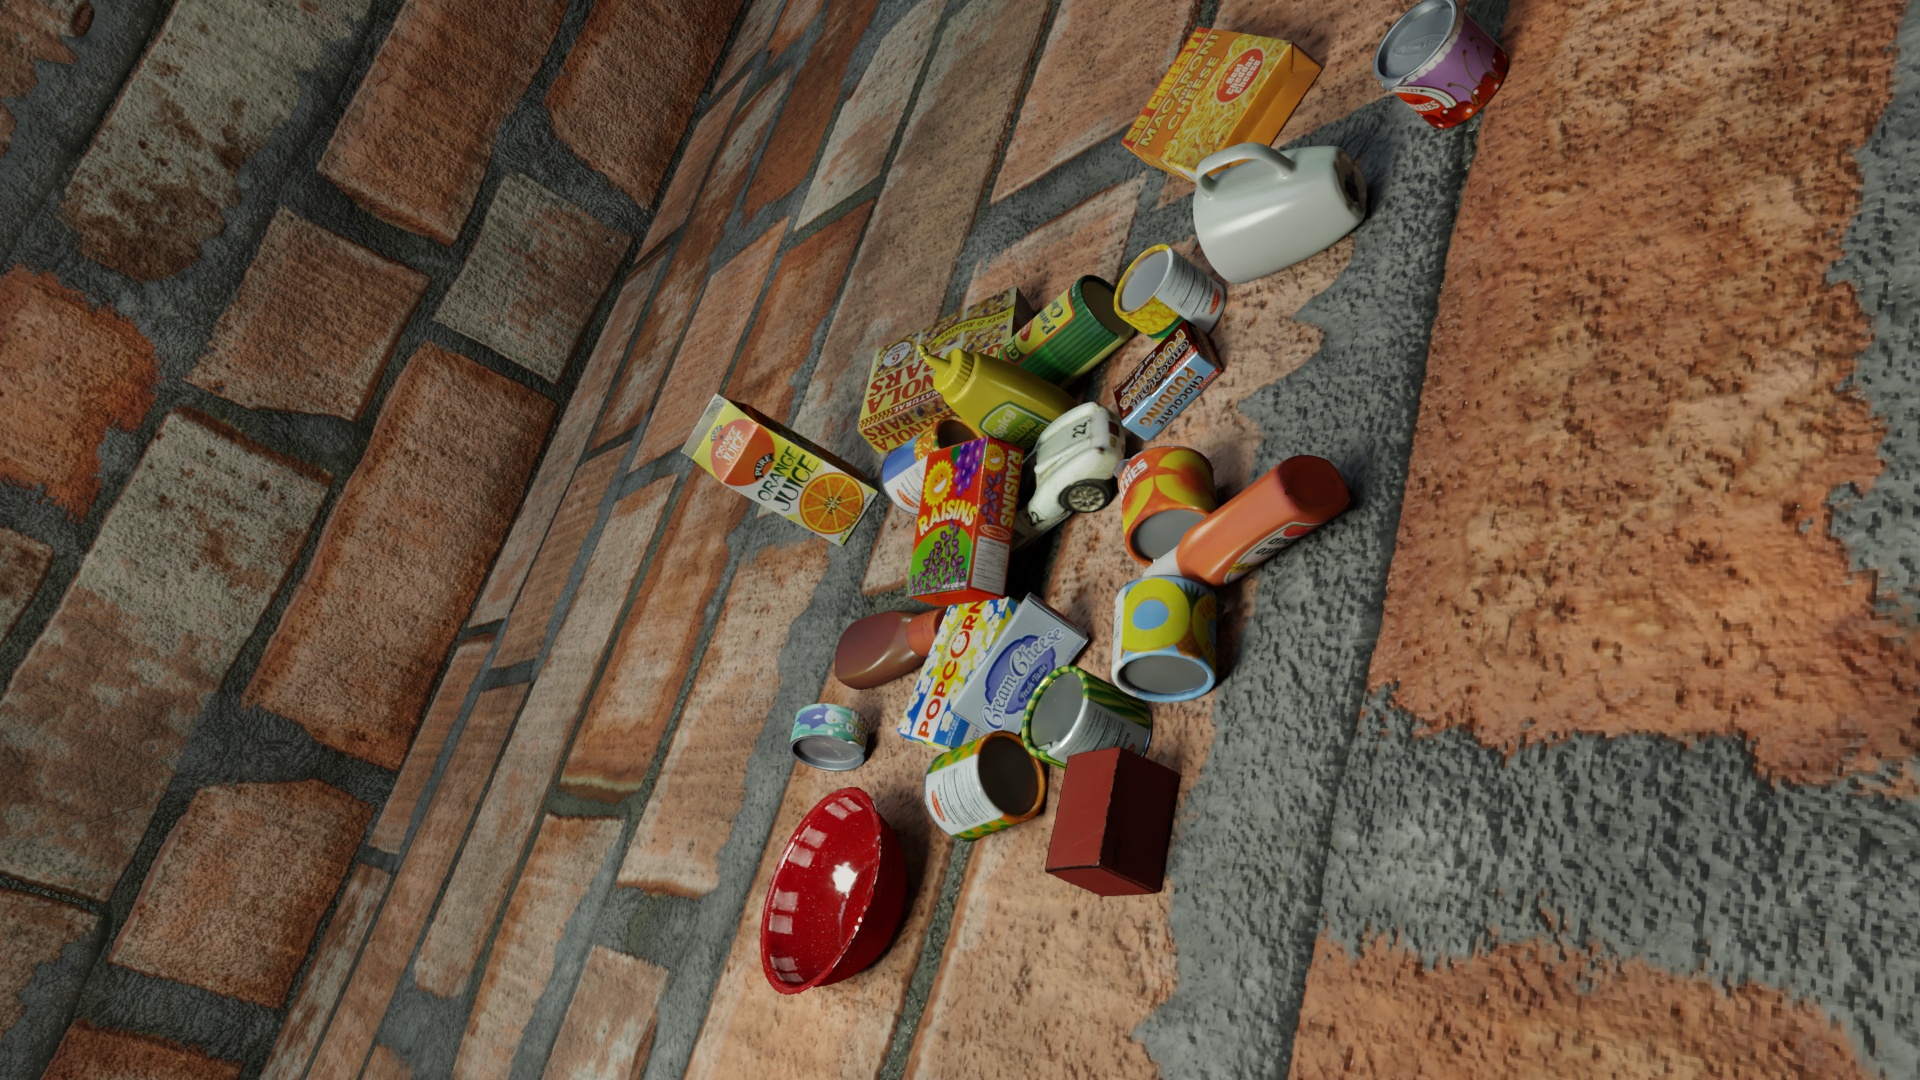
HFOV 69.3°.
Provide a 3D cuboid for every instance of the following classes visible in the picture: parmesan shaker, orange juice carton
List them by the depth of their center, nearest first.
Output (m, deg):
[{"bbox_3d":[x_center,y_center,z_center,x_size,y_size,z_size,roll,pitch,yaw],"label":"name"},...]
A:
[{"bbox_3d":[0.091,-0.171,1.180,0.102,0.071,0.072,-38,35,37],"label":"parmesan shaker"},{"bbox_3d":[-0.187,-0.075,1.425,0.071,0.192,0.073,-56,28,8],"label":"orange juice carton"}]

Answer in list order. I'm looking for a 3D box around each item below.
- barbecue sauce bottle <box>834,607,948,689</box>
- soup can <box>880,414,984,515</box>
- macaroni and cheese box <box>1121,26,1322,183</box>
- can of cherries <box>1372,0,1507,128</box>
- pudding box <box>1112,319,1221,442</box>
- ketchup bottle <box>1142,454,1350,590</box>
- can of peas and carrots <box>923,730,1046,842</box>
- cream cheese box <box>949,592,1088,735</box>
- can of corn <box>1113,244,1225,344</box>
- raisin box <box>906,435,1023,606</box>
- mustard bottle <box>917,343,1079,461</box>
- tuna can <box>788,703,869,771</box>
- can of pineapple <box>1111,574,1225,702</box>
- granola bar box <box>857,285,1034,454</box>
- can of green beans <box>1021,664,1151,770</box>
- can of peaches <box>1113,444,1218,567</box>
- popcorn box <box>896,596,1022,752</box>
[{"bbox_3d":[-0.052,0.089,1.200,0.148,0.043,0.065,-21,47,51],"label":"barbecue sauce bottle"},{"bbox_3d":[-0.022,-0.071,1.276,0.083,0.071,0.072,-31,39,43],"label":"soup can"},{"bbox_3d":[0.216,-0.366,1.178,0.123,0.040,0.167,-56,28,10],"label":"macaroni and cheese box"},{"bbox_3d":[0.320,-0.318,0.932,0.071,0.058,0.072,-39,35,35],"label":"can of cherries"},{"bbox_3d":[0.157,-0.121,1.055,0.083,0.030,0.050,-45,32,29],"label":"pudding box"},{"bbox_3d":[0.174,-0.001,0.880,0.148,0.065,0.043,-41,68,47],"label":"ketchup bottle"},{"bbox_3d":[0.019,0.171,0.975,0.058,0.071,0.071,-32,39,44],"label":"can of peas and carrots"},{"bbox_3d":[0.043,0.095,1.015,0.103,0.053,0.024,-56,1,10],"label":"cream cheese box"},{"bbox_3d":[0.160,-0.187,1.081,0.071,0.058,0.071,-41,33,34],"label":"can of corn"},{"bbox_3d":[0.004,-0.014,1.093,0.086,0.040,0.123,-12,66,54],"label":"raisin box"},{"bbox_3d":[0.027,-0.116,1.130,0.065,0.160,0.049,-41,34,36],"label":"mustard bottle"},{"bbox_3d":[-0.111,0.170,1.199,0.070,0.071,0.033,-33,37,43],"label":"tuna can"},{"bbox_3d":[0.132,0.063,0.883,0.070,0.071,0.058,-33,39,43],"label":"can of pineapple"},{"bbox_3d":[-0.012,-0.161,1.315,0.165,0.039,0.125,-20,39,27],"label":"granola bar box"},{"bbox_3d":[0.082,0.123,0.918,0.071,0.058,0.071,-41,33,34],"label":"can of green beans"},{"bbox_3d":[0.140,-0.022,0.944,0.071,0.071,0.058,-40,35,36],"label":"can of peaches"},{"bbox_3d":[0.007,0.105,1.087,0.085,0.038,0.127,1,65,60],"label":"popcorn box"}]
